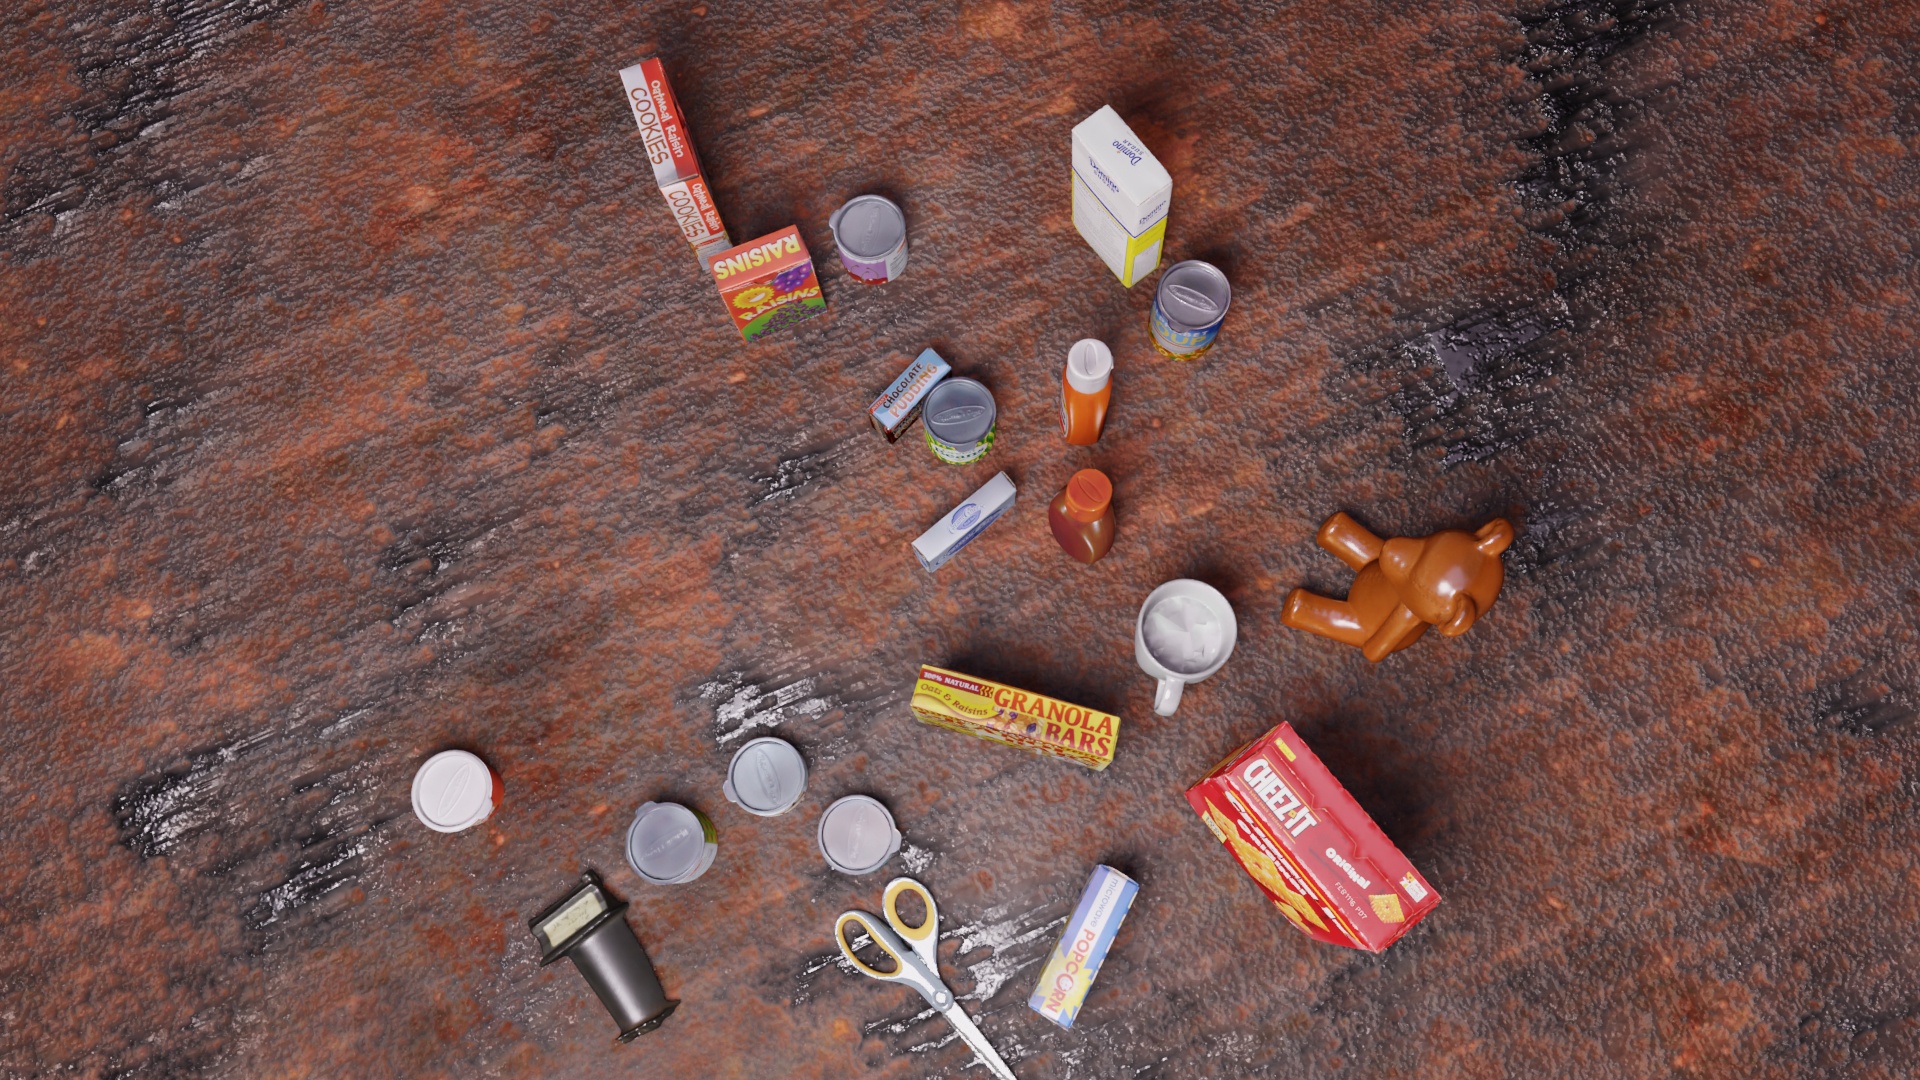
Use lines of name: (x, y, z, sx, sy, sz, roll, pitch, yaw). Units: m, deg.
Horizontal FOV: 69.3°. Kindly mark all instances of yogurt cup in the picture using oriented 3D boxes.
yogurt cup: (-0.426, 0.215, 1.187, 0.072, 0.054, 0.072, 0, 76, 2)

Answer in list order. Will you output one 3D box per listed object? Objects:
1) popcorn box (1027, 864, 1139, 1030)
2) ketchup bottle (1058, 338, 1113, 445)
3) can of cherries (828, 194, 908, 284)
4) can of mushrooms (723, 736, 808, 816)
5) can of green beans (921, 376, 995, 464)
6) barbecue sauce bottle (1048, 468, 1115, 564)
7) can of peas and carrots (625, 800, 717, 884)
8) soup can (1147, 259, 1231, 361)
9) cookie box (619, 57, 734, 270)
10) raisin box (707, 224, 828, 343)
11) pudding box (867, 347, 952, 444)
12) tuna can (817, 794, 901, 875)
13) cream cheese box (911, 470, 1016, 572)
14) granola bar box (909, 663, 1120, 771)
popcorn box: (0.099, 0.327, 1.128, 0.038, 0.085, 0.127, 27, 79, 8)
ketchup bottle: (0.110, -0.133, 1.209, 0.043, 0.148, 0.065, -1, 77, 2)
can of cherries: (-0.085, -0.281, 1.298, 0.071, 0.058, 0.071, 0, 76, 2)
can of mushrooms: (-0.167, 0.204, 1.193, 0.071, 0.033, 0.071, 0, 76, 2)
can of green beans: (-0.001, -0.107, 1.253, 0.071, 0.057, 0.071, 0, 76, 2)
barbecue sauce bottle: (0.105, -0.023, 1.182, 0.044, 0.148, 0.065, -39, 79, -7)
can of peas and carrots: (-0.244, 0.253, 1.170, 0.071, 0.058, 0.071, 0, 76, 2)
soup can: (0.204, -0.204, 1.258, 0.071, 0.083, 0.071, 0, 76, 2)
cookie box: (-0.253, -0.338, 1.261, 0.040, 0.167, 0.123, -21, 77, -3)
raisin box: (-0.172, -0.229, 1.254, 0.086, 0.123, 0.040, -21, 77, -3)
pudding box: (-0.045, -0.132, 1.264, 0.030, 0.049, 0.084, 42, 81, 10)
tuna can: (-0.084, 0.251, 1.179, 0.071, 0.032, 0.071, 0, 76, 2)
cream cheese box: (0.004, -0.015, 1.232, 0.104, 0.053, 0.024, -39, 79, -8)
granola bar box: (0.046, 0.148, 1.154, 0.166, 0.124, 0.039, 15, 78, 5)
